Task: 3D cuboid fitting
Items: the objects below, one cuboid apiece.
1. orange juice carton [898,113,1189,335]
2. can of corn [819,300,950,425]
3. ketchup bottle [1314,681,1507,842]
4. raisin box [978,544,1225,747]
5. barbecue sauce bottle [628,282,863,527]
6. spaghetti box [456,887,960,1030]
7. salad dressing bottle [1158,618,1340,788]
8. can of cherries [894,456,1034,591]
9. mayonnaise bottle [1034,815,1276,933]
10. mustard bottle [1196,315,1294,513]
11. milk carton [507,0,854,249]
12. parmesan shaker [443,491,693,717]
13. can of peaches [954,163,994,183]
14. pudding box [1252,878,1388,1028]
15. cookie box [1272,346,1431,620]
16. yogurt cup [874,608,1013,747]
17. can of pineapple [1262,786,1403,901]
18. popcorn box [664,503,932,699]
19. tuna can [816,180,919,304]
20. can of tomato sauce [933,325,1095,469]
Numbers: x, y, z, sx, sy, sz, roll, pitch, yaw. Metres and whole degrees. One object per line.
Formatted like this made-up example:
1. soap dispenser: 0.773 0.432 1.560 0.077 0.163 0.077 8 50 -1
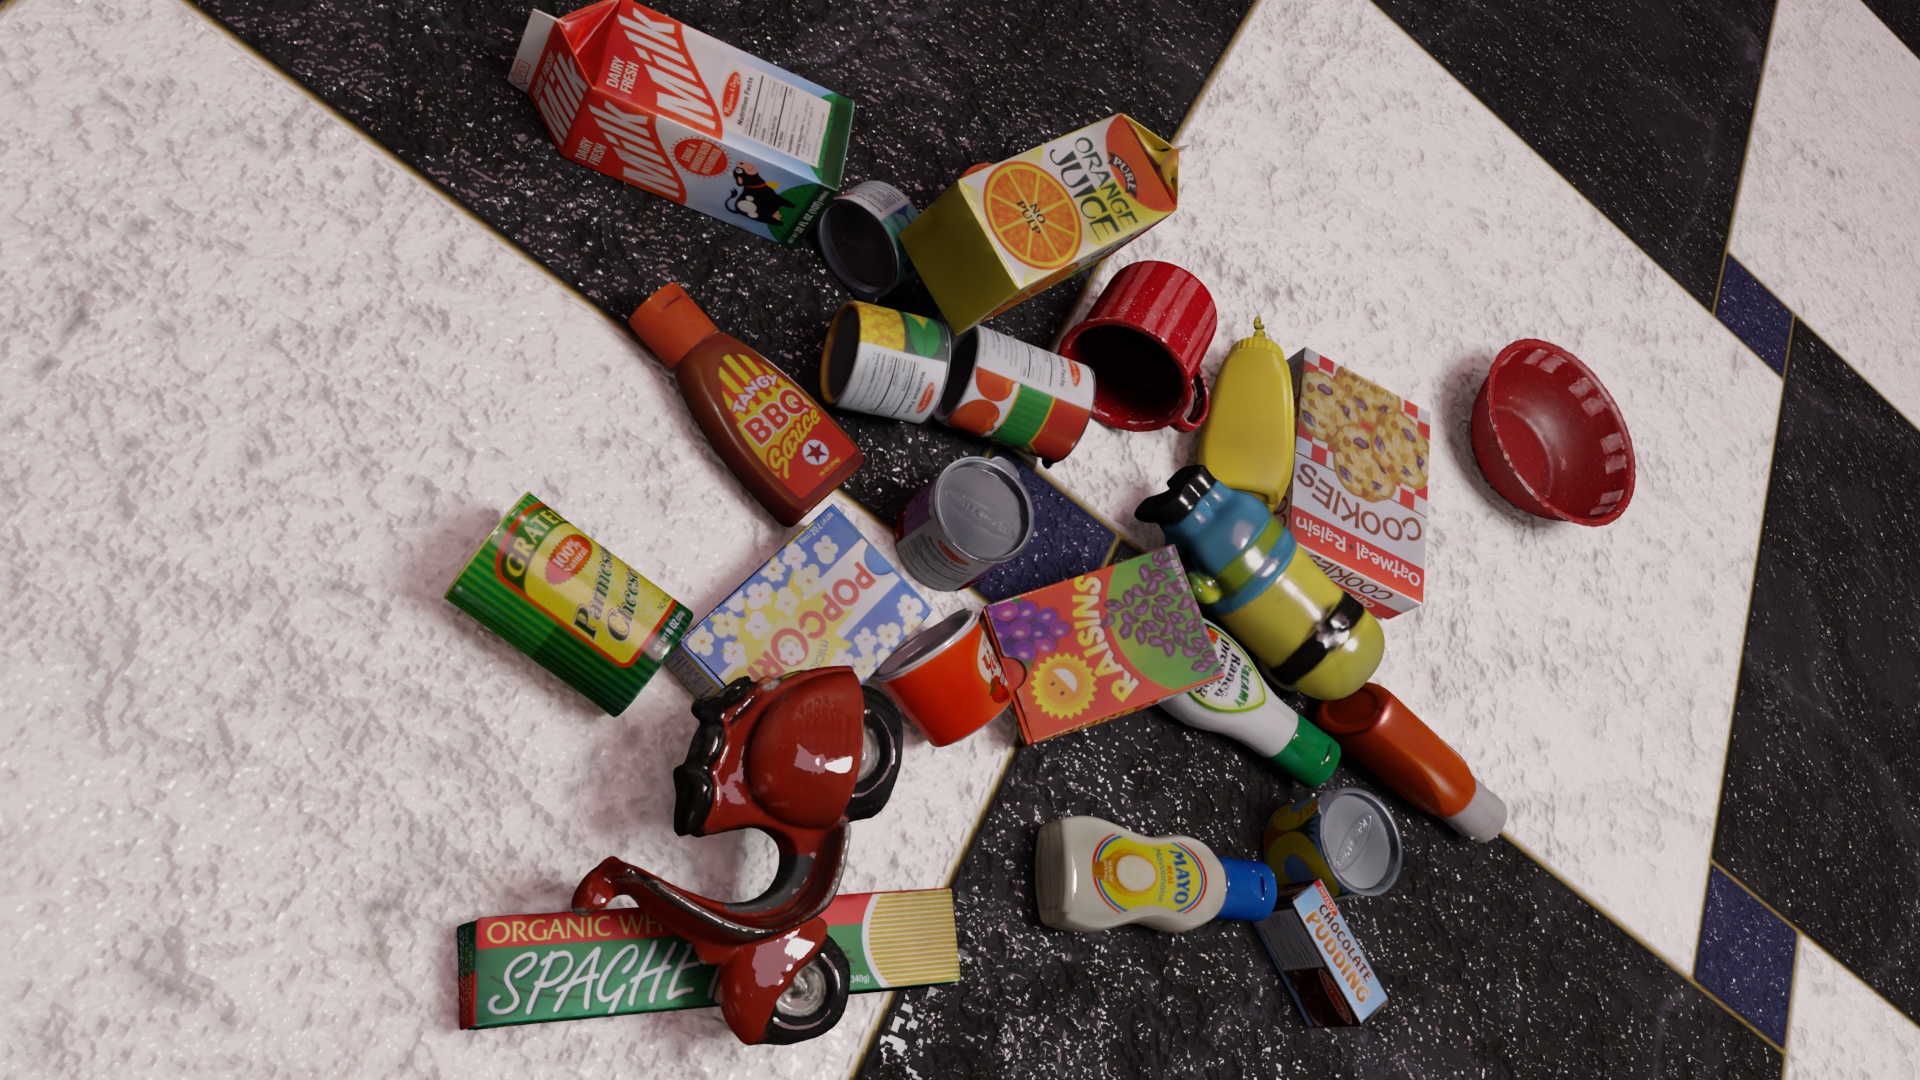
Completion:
1. orange juice carton: 0.062 -0.203 0.860 0.193 0.071 0.073 -33 93 -36
2. can of corn: -0.047 -0.108 0.836 0.058 0.071 0.071 10 66 -25
3. ketchup bottle: 0.307 0.151 0.931 0.148 0.064 0.043 38 72 -21
4. raisin box: 0.082 0.063 0.825 0.123 0.040 0.086 -18 79 -7
5. barbecue sauce bottle: -0.126 -0.080 0.793 0.148 0.043 0.065 48 56 -4
6. spaghetti box: -0.117 0.205 0.689 0.250 0.028 0.050 4 67 -28
7. salad dressing bottle: 0.176 0.103 0.886 0.147 0.043 0.064 36 58 -12
8. can of cherries: 0.003 -0.010 0.827 0.071 0.058 0.072 11 65 -24
9. mayonnaise bottle: 0.116 0.199 0.813 0.148 0.041 0.065 11 63 -24
10. mustard bottle: 0.204 -0.093 0.973 0.065 0.048 0.161 9 59 10
11. milk carton: -0.167 -0.253 0.824 0.190 0.072 0.074 19 62 -23
12. parmesan shaker: -0.193 0.031 0.696 0.103 0.071 0.072 37 57 -11
13. can of peaches: 0.012 -0.205 0.913 0.071 0.058 0.071 11 65 -26
14. pudding box: 0.215 0.251 0.843 0.030 0.049 0.084 -24 82 -32
15. cookie box: 0.279 -0.041 1.006 0.123 0.040 0.168 24 59 -19
16. yogurt cup: -0.007 0.080 0.782 0.073 0.072 0.054 -37 99 -35
17. can of pineapple: 0.232 0.191 0.872 0.071 0.057 0.071 11 65 -25
18. popcorn box: -0.088 0.052 0.762 0.085 0.038 0.127 47 56 -3
19. tuna can: -0.054 -0.186 0.865 0.071 0.070 0.033 50 55 -3
20. can of tomato sauce: 0.032 -0.091 0.873 0.083 0.071 0.071 18 63 -22
